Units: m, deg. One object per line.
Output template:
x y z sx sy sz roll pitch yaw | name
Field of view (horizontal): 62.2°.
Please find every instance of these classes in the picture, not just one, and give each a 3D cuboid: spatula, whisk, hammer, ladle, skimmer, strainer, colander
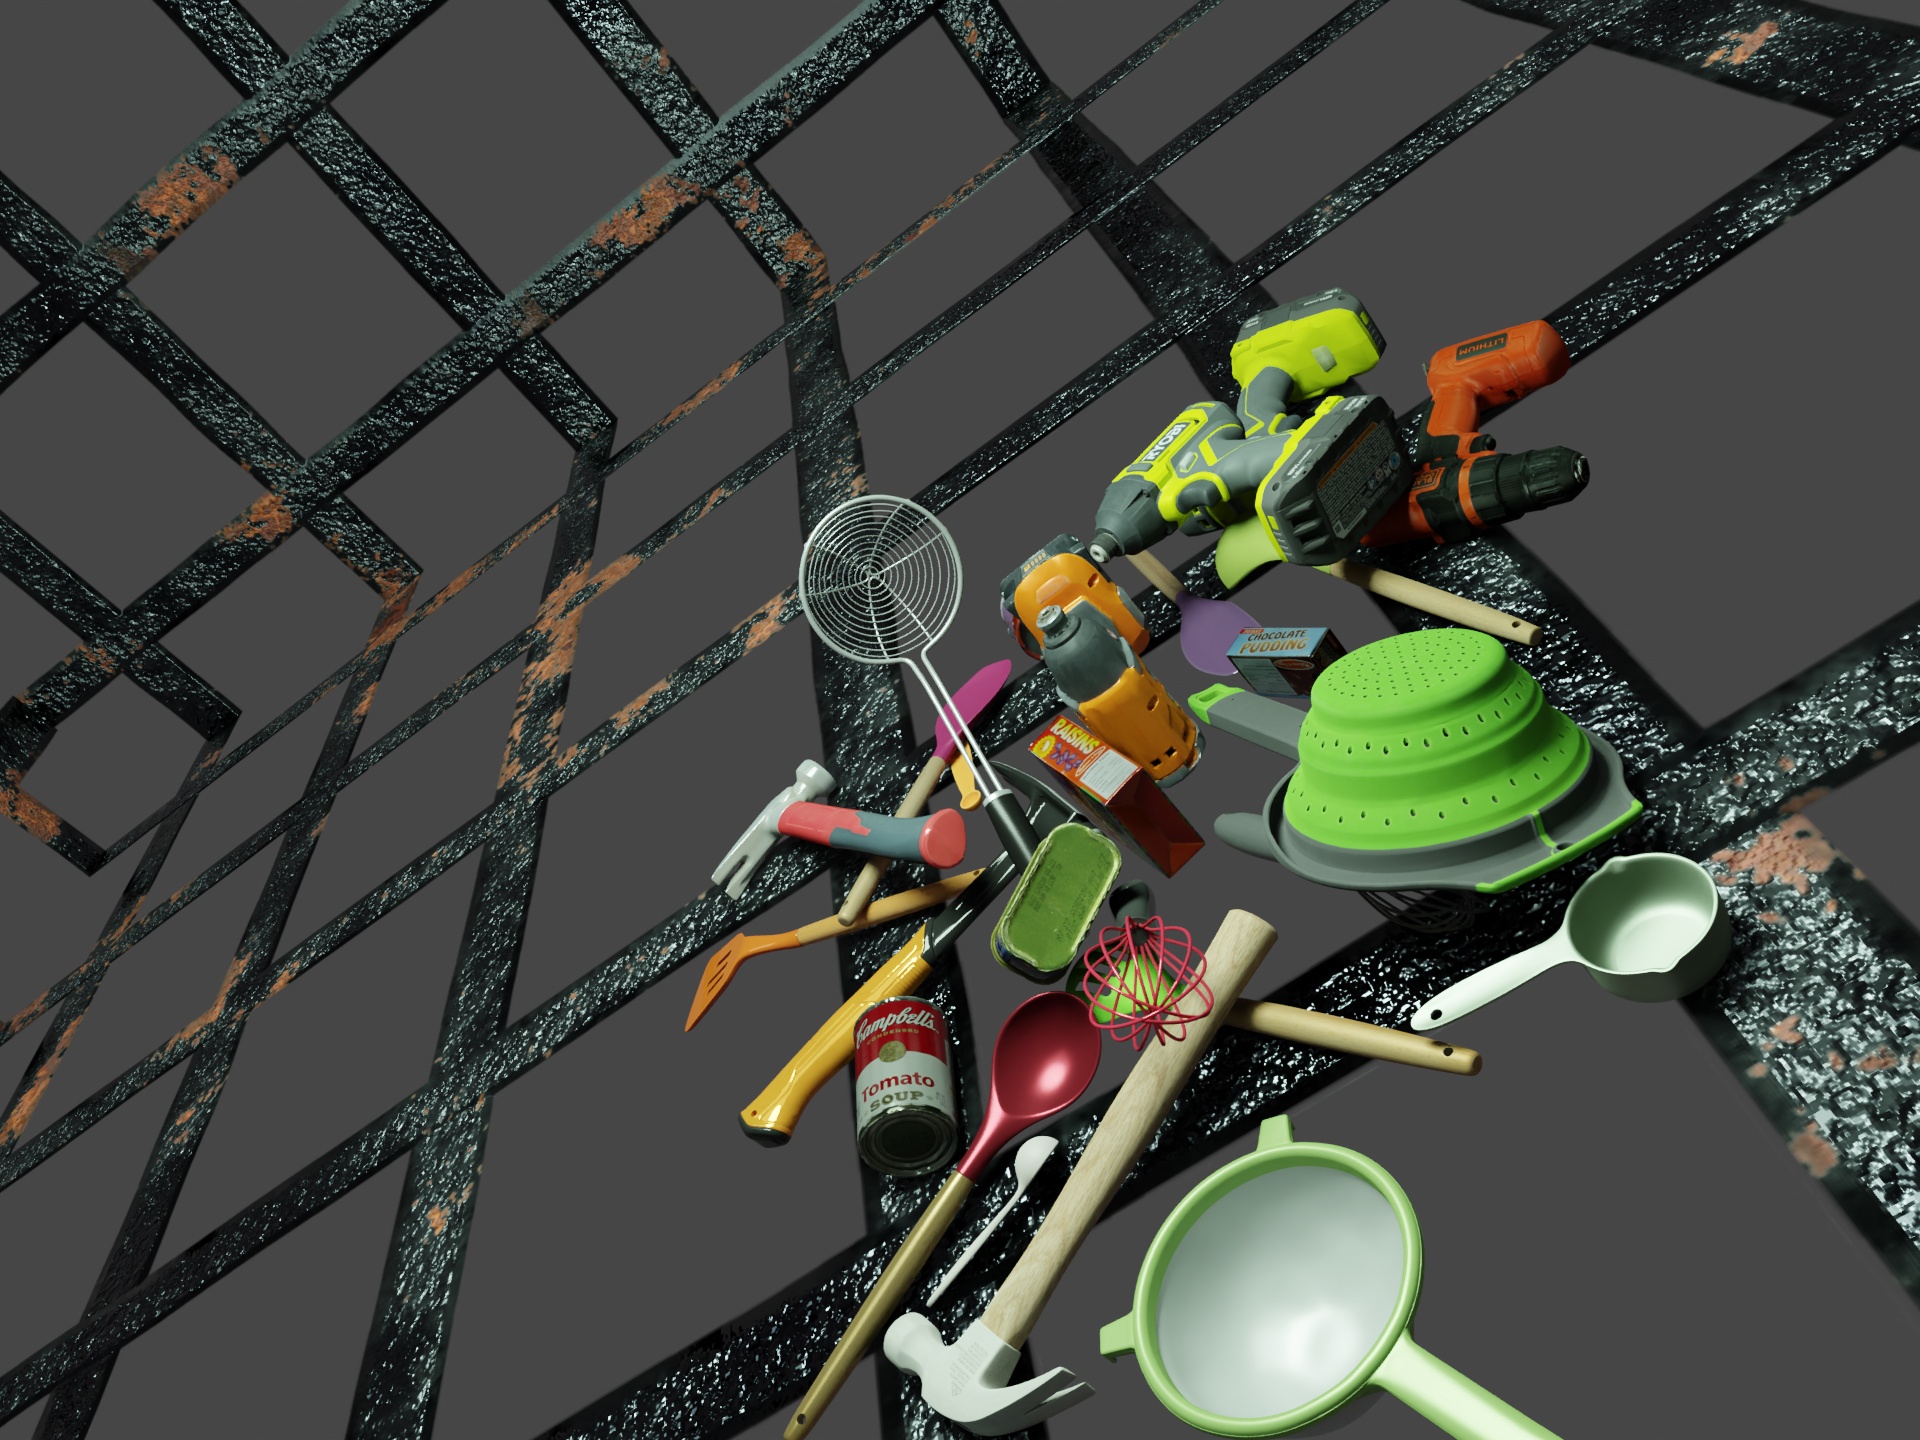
-0.104 0.175 1.289 0.322 0.041 0.081 -21 34 26 | spatula
0.177 -0.111 1.344 0.060 0.018 0.316 -39 29 5 | spatula
0.230 0.086 0.980 0.055 0.055 0.239 -49 25 -14 | whisk
-0.100 0.101 1.295 0.143 0.038 0.386 -51 19 -15 | hammer
0.107 0.134 0.956 0.073 0.073 0.296 -38 2 7 | whisk
0.299 -0.098 1.166 0.078 0.062 0.320 -45 35 -9 | ladle
-0.042 0.178 1.178 0.337 0.034 0.127 -46 42 -6 | hammer
-0.011 0.305 0.985 0.069 0.031 0.315 28 72 27 | ladle
-0.002 -0.004 1.152 0.127 0.090 0.364 -24 63 -10 | skimmer
0.086 0.252 0.910 0.331 0.031 0.130 -55 33 -12 | hammer
0.190 0.292 0.718 0.151 0.069 0.256 -47 30 -16 | strainer
0.239 -0.008 0.995 0.204 0.094 0.397 -25 19 -14 | colander

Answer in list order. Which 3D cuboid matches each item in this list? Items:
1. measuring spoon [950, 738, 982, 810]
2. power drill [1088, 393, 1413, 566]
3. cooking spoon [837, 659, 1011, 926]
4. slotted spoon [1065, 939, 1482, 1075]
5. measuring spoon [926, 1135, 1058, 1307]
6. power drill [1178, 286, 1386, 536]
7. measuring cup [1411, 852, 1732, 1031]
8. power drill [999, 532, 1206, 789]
0.005 0.046 1.349 0.021 0.011 0.117 -34 26 10 | measuring spoon
0.210 -0.177 1.206 0.171 0.080 0.223 -46 30 -23 | power drill
-0.029 0.053 1.343 0.069 0.017 0.319 -17 30 41 | cooking spoon
0.171 0.173 0.952 0.314 0.031 0.070 3 51 50 | slotted spoon
0.015 0.299 0.960 0.124 0.018 0.034 -50 -13 -9 | measuring spoon
0.287 -0.264 1.365 0.190 0.080 0.229 -11 43 43 | power drill
0.316 0.130 0.824 0.167 0.038 0.083 -32 30 20 | measuring cup
0.098 -0.059 1.219 0.084 0.164 0.227 -38 27 11 | power drill
